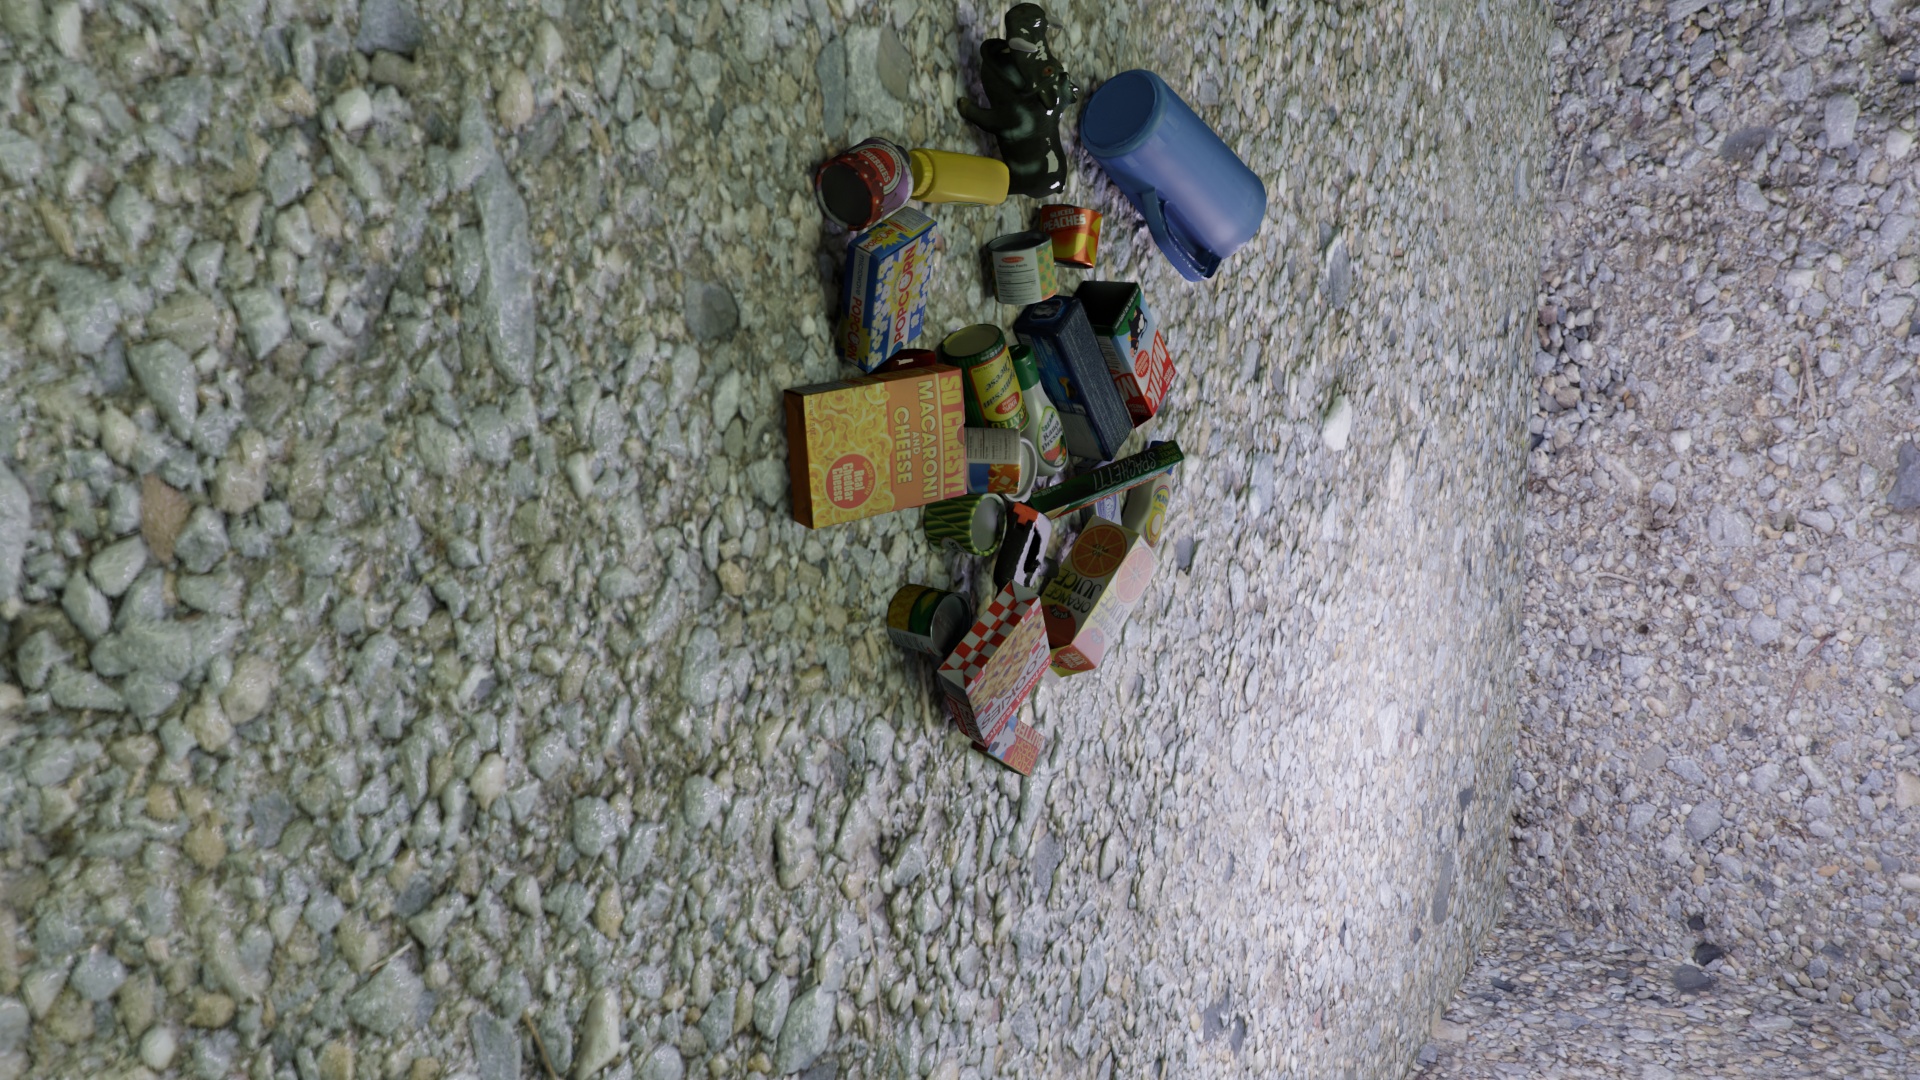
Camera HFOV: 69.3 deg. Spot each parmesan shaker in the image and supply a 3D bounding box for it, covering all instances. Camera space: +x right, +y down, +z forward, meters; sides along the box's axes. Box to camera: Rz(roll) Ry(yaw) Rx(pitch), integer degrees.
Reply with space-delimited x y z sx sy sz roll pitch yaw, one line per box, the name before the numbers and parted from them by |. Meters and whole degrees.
parmesan shaker | 0.023 -0.156 1.396 0.072 0.071 0.102 -49 134 -35

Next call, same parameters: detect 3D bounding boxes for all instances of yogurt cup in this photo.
yogurt cup | 0.040 -0.077 1.447 0.072 0.054 0.072 -18 112 -51

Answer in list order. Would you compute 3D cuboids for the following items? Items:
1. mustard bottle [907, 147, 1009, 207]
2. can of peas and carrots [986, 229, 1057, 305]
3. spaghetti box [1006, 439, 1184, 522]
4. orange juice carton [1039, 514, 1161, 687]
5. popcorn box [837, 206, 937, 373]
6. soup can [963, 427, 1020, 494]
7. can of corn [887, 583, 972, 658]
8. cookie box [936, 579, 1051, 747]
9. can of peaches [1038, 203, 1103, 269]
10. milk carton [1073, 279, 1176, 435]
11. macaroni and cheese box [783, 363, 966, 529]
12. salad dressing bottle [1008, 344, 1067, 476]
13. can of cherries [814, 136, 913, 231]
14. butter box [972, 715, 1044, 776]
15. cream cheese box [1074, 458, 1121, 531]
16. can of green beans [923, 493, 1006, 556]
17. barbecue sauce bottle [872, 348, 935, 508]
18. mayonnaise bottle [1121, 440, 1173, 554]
mustard bottle | -0.019 -0.338 1.292 0.161 0.065 0.048 -12 110 -52
can of peas and carrots | 0.064 -0.280 1.422 0.071 0.071 0.058 -37 128 -43
spaghetti box | 0.157 -0.064 1.572 0.251 0.050 0.029 -21 78 -38
orange juice carton | 0.143 0.075 1.595 0.193 0.073 0.071 -57 140 -11
popcorn box | -0.066 -0.224 1.241 0.085 0.038 0.126 -44 156 -39
soup can | 0.015 -0.077 1.372 0.071 0.084 0.071 -173 -96 -87
can of corn | -0.030 0.077 1.387 0.071 0.058 0.071 -18 112 -50
cookie box | 0.038 0.130 1.437 0.123 0.040 0.166 -51 156 -18
can of peaches | 0.114 -0.323 1.476 0.071 0.071 0.058 2 98 -54
milk carton | 0.189 -0.207 1.602 0.072 0.073 0.189 -60 140 -25
macaroni and cheese box | -0.073 -0.087 1.261 0.167 0.040 0.123 -14 111 -31
salad dressing bottle | 0.076 -0.139 1.490 0.064 0.044 0.147 -49 134 -35
can of cherries | -0.083 -0.312 1.209 0.059 0.071 0.071 -42 130 -39
butter box | 0.055 0.227 1.568 0.103 0.024 0.053 39 68 -50
cream cheese box | 0.164 -0.051 1.647 0.053 0.024 0.103 -36 126 -44
can of green beans | 0.005 -0.020 1.412 0.071 0.058 0.071 -18 113 -50
barbecue sauce bottle | -0.052 -0.106 1.326 0.065 0.043 0.148 -18 113 -44
mayonnaise bottle | 0.235 -0.050 1.729 0.064 0.041 0.148 27 77 -51
